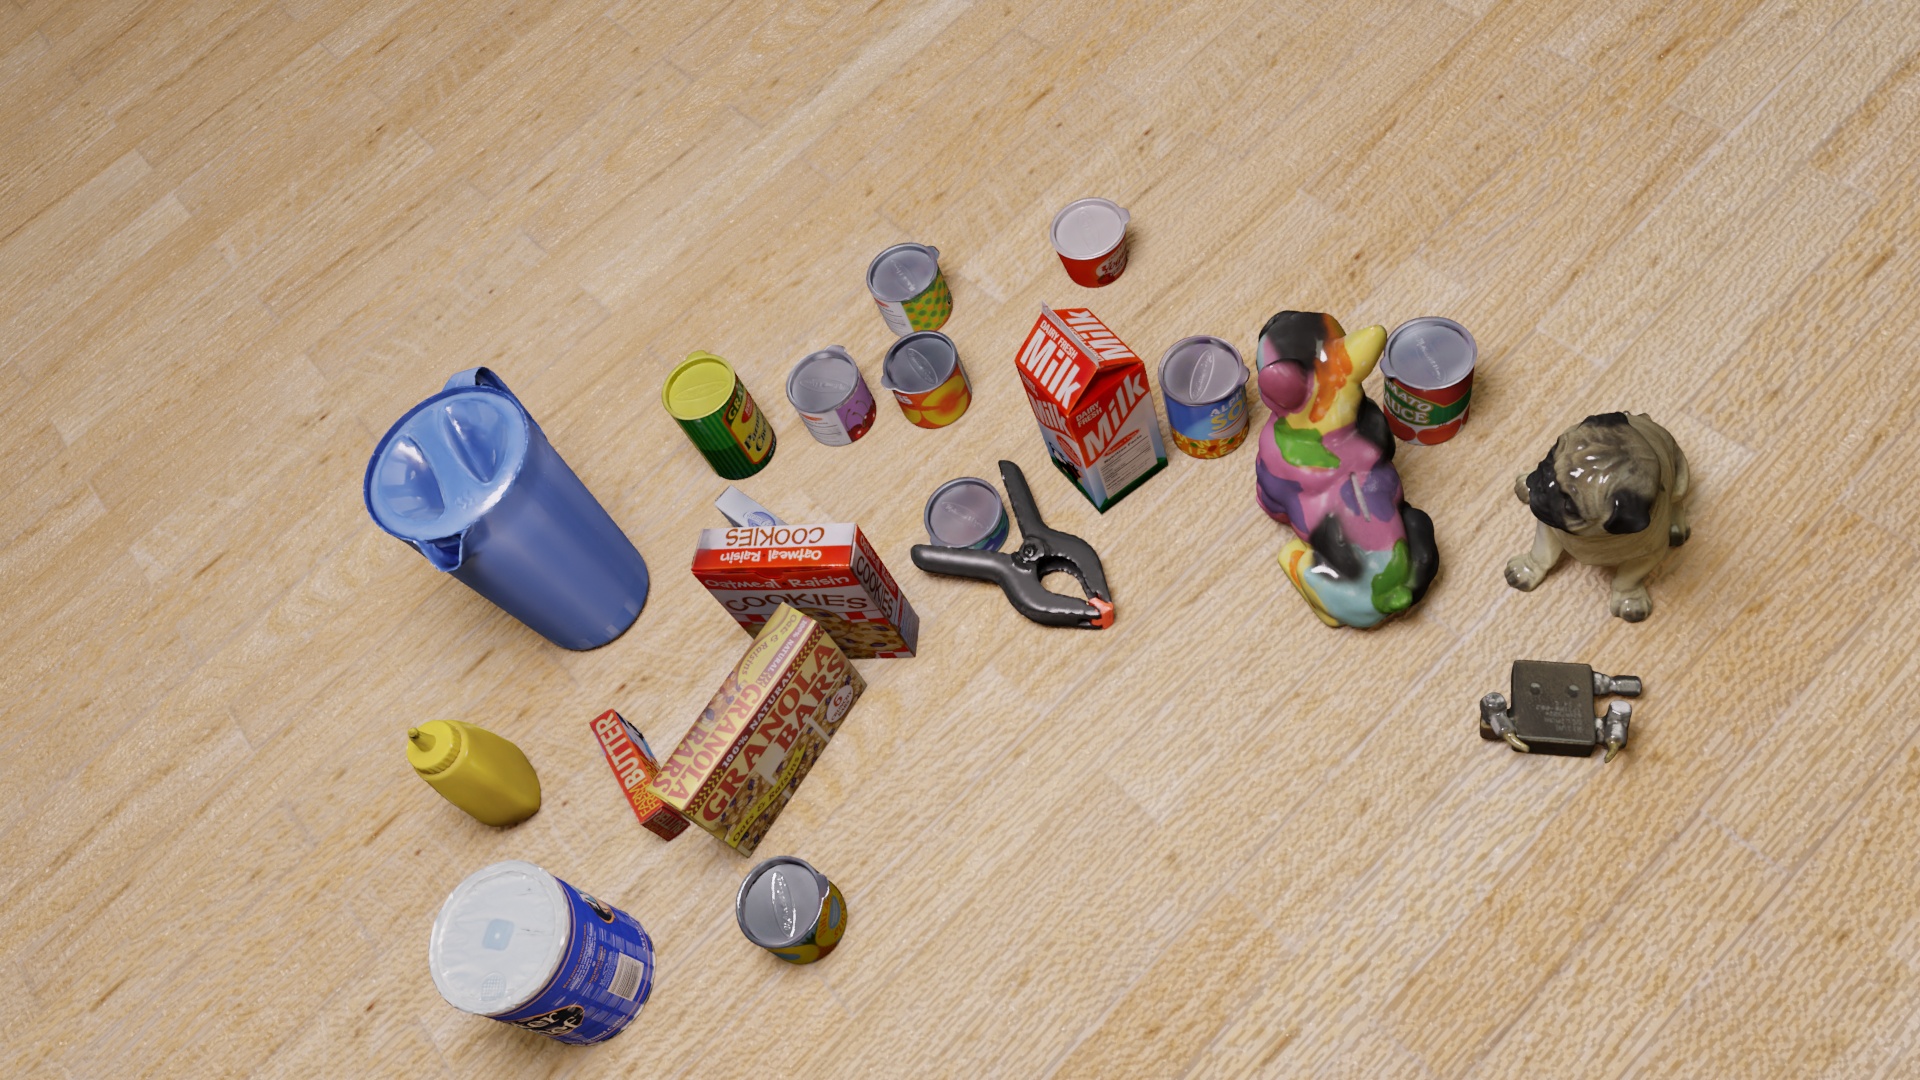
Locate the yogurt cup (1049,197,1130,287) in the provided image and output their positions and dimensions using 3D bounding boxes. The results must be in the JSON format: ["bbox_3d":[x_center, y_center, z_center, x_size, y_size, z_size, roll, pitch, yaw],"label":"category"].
[{"bbox_3d":[0.117,-0.261,1.232,0.072,0.053,0.073,-7,60,12],"label":"yogurt cup"}]

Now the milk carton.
[{"bbox_3d":[0.100,-0.108,1.071,0.073,0.190,0.072,-36,59,-5],"label":"milk carton"}]

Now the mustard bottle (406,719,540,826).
[{"bbox_3d":[-0.382,0.172,1.071,0.049,0.159,0.065,-27,58,1],"label":"mustard bottle"}]

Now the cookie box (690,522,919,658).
[{"bbox_3d":[-0.114,0.043,1.062,0.123,0.167,0.040,-3,62,15],"label":"cookie box"}]

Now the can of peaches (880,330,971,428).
[{"bbox_3d":[-0.030,-0.138,1.202,0.071,0.058,0.071,-7,60,12],"label":"can of peaches"}]

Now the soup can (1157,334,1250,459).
[{"bbox_3d":[0.198,-0.113,1.109,0.071,0.083,0.071,-7,61,12],"label":"soup can"}]

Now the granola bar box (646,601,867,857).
[{"bbox_3d":[-0.146,0.144,1.040,0.039,0.123,0.166,26,72,27],"label":"granola bar box"}]

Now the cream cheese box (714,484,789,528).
[{"bbox_3d":[-0.157,-0.004,1.167,0.104,0.053,0.024,33,75,28],"label":"cream cheese box"}]

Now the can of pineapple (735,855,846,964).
[{"bbox_3d":[-0.120,0.268,1.003,0.071,0.057,0.071,-7,60,12],"label":"can of pineapple"}]

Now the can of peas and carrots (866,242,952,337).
[{"bbox_3d":[-0.043,-0.227,1.255,0.071,0.058,0.071,-7,60,12],"label":"can of peas and carrots"}]

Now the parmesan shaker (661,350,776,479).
[{"bbox_3d":[-0.208,-0.108,1.210,0.071,0.102,0.071,-7,61,12],"label":"parmesan shaker"}]

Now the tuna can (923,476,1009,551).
[{"bbox_3d":[0.004,-0.014,1.139,0.071,0.032,0.071,-7,60,12],"label":"tuna can"}]

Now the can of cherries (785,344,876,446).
[{"bbox_3d":[-0.111,-0.127,1.219,0.071,0.058,0.072,-7,60,12],"label":"can of cherries"}]

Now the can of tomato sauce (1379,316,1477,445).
[{"bbox_3d":[0.358,-0.120,1.068,0.071,0.082,0.071,-7,61,12],"label":"can of tomato sauce"}]

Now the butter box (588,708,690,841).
[{"bbox_3d":[-0.252,0.184,1.090,0.024,0.053,0.104,-35,58,-4],"label":"butter box"}]
